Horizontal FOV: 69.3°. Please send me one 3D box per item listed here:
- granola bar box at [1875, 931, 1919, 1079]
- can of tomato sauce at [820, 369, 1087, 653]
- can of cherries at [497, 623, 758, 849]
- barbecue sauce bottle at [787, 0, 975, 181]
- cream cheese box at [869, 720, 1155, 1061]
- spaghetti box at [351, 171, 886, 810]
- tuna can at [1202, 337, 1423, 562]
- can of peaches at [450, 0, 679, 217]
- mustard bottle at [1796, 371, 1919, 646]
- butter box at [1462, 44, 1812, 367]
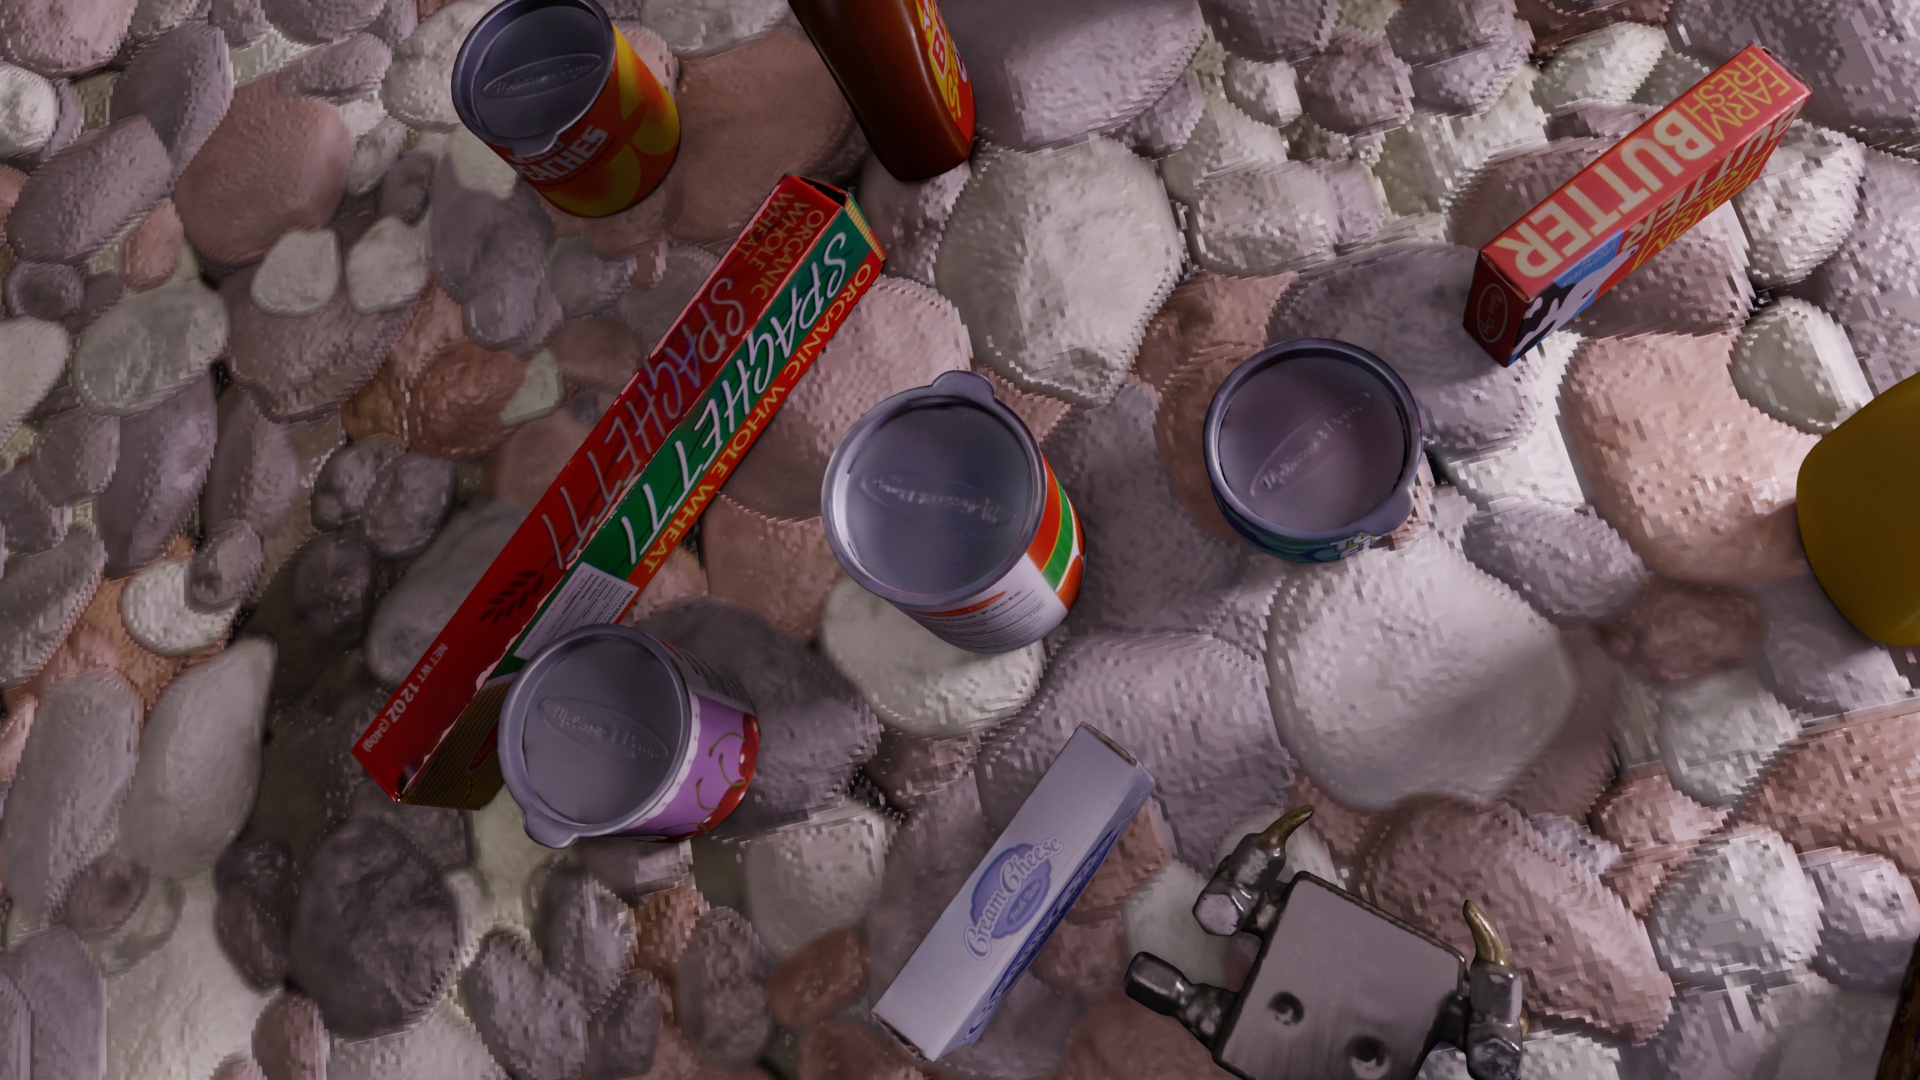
[{"bbox_3d":[0.235,0.168,0.306,0.039,0.124,0.166,20,81,18],"label":"granola bar box"},{"bbox_3d":[0.002,-0.005,0.435,0.071,0.083,0.071,-4,75,13],"label":"can of tomato sauce"},{"bbox_3d":[-0.108,0.067,0.455,0.071,0.058,0.071,-4,74,13],"label":"can of cherries"},{"bbox_3d":[-0.033,-0.180,0.457,0.043,0.148,0.065,-15,72,10],"label":"barbecue sauce bottle"},{"bbox_3d":[0.019,0.105,0.416,0.024,0.053,0.104,35,86,20],"label":"cream cheese box"},{"bbox_3d":[-0.113,-0.017,0.484,0.029,0.050,0.250,34,85,20],"label":"spaghetti box"},{"bbox_3d":[0.113,-0.026,0.439,0.071,0.032,0.071,-4,74,13],"label":"tuna can"},{"bbox_3d":[-0.149,-0.163,0.529,0.071,0.058,0.071,-4,74,13],"label":"can of peaches"},{"bbox_3d":[0.252,-0.017,0.334,0.049,0.160,0.065,-19,72,9],"label":"mustard bottle"},{"bbox_3d":[0.204,-0.101,0.426,0.103,0.053,0.024,-37,70,2],"label":"butter box"}]
